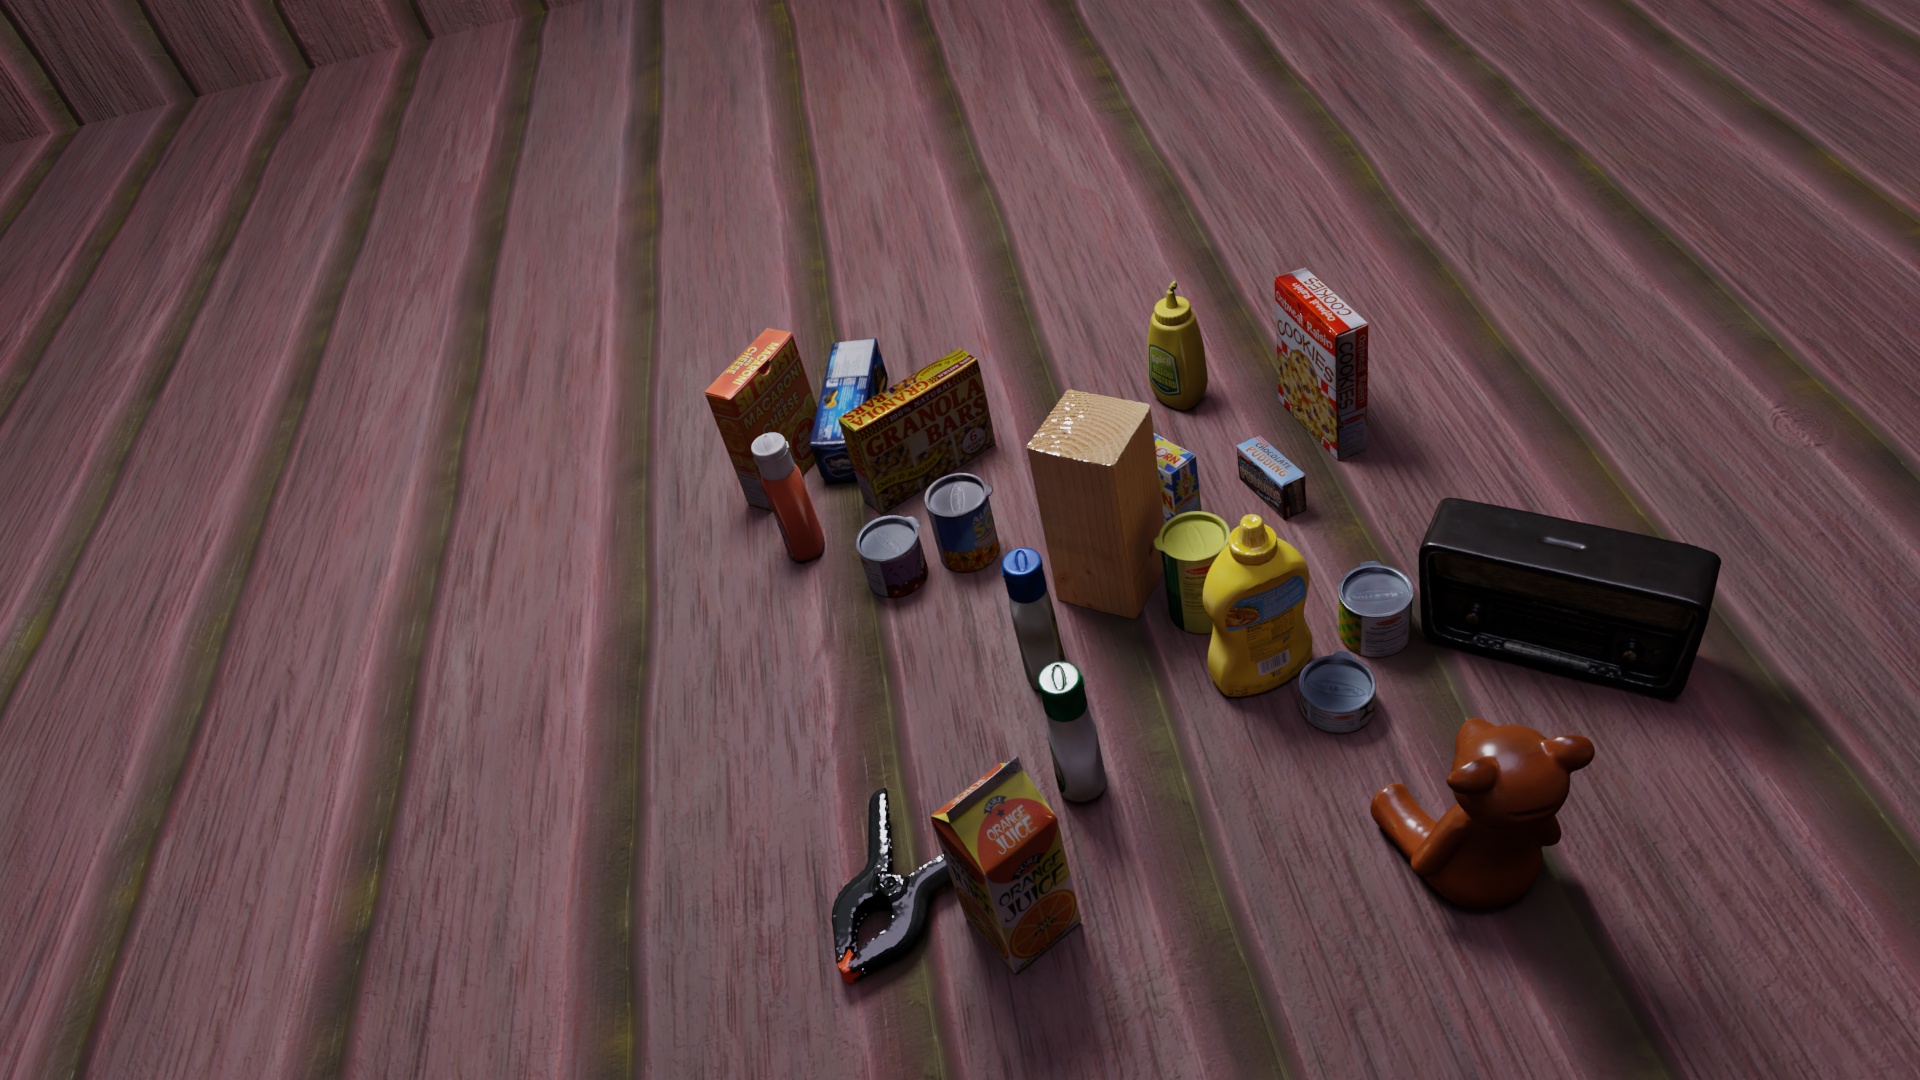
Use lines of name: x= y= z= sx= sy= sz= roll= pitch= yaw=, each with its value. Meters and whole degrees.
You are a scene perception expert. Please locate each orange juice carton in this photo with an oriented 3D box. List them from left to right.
orange juice carton: x=0.034 y=0.246 z=1.082 sx=0.072 sy=0.191 sz=0.073 roll=-34 pitch=46 yaw=-20

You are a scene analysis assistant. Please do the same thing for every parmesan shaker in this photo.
parmesan shaker: x=0.224 y=0.032 z=1.323 sx=0.071 sy=0.102 sz=0.072 roll=-8 pitch=43 yaw=7

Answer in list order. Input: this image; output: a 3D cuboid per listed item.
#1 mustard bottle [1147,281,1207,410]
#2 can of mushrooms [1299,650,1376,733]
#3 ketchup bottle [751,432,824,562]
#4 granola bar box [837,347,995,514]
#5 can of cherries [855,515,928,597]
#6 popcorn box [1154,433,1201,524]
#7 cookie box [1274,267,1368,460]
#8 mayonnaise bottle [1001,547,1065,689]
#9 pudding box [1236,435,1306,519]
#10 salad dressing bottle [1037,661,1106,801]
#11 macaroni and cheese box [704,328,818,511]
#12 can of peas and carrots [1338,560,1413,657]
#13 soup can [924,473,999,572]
mustard bottle: x=0.238 y=-0.221 z=1.545 sx=0.049 sy=0.159 sz=0.065 roll=-38 pitch=47 yaw=-24
can of mushrooms: x=0.336 y=0.135 z=1.236 sx=0.071 sy=0.033 sz=0.071 roll=-8 pitch=43 yaw=7
ketchup bottle: x=-0.184 y=-0.048 z=1.484 sx=0.043 sy=0.148 sz=0.065 roll=-18 pitch=43 yaw=-4
granola bar box: x=-0.044 y=-0.121 z=1.542 sx=0.166 sy=0.123 sz=0.039 roll=-33 pitch=46 yaw=-19
can of cherries: x=-0.068 y=0.016 z=1.451 sx=0.071 sy=0.058 sz=0.072 roll=-8 pitch=43 yaw=7
popcorn box: x=0.191 y=-0.074 z=1.457 sx=0.038 sy=0.084 sz=0.127 roll=-36 pitch=47 yaw=-22
cookie box: x=0.379 y=-0.186 z=1.465 sx=0.040 sy=0.166 sz=0.123 roll=-22 pitch=43 yaw=-8
mayonnaise bottle: x=0.068 y=0.071 z=1.291 sx=0.041 sy=0.147 sz=0.065 roll=-11 pitch=43 yaw=4
pudding box: x=0.323 y=-0.067 z=1.441 sx=0.030 sy=0.049 sz=0.084 roll=-25 pitch=44 yaw=-12
salad dressing bottle: x=0.095 y=0.163 z=1.186 sx=0.044 sy=0.147 sz=0.064 roll=-10 pitch=43 yaw=5
macaroni and cheese box: x=-0.215 y=-0.136 z=1.572 sx=0.040 sy=0.165 sz=0.124 roll=14 pitch=50 yaw=28
can of peas and carrots: x=0.382 y=0.063 z=1.281 sx=0.071 sy=0.058 sz=0.071 roll=-8 pitch=43 yaw=7
soup can: x=0.005 y=-0.018 z=1.449 sx=0.071 sy=0.083 sz=0.072 roll=-8 pitch=43 yaw=7
